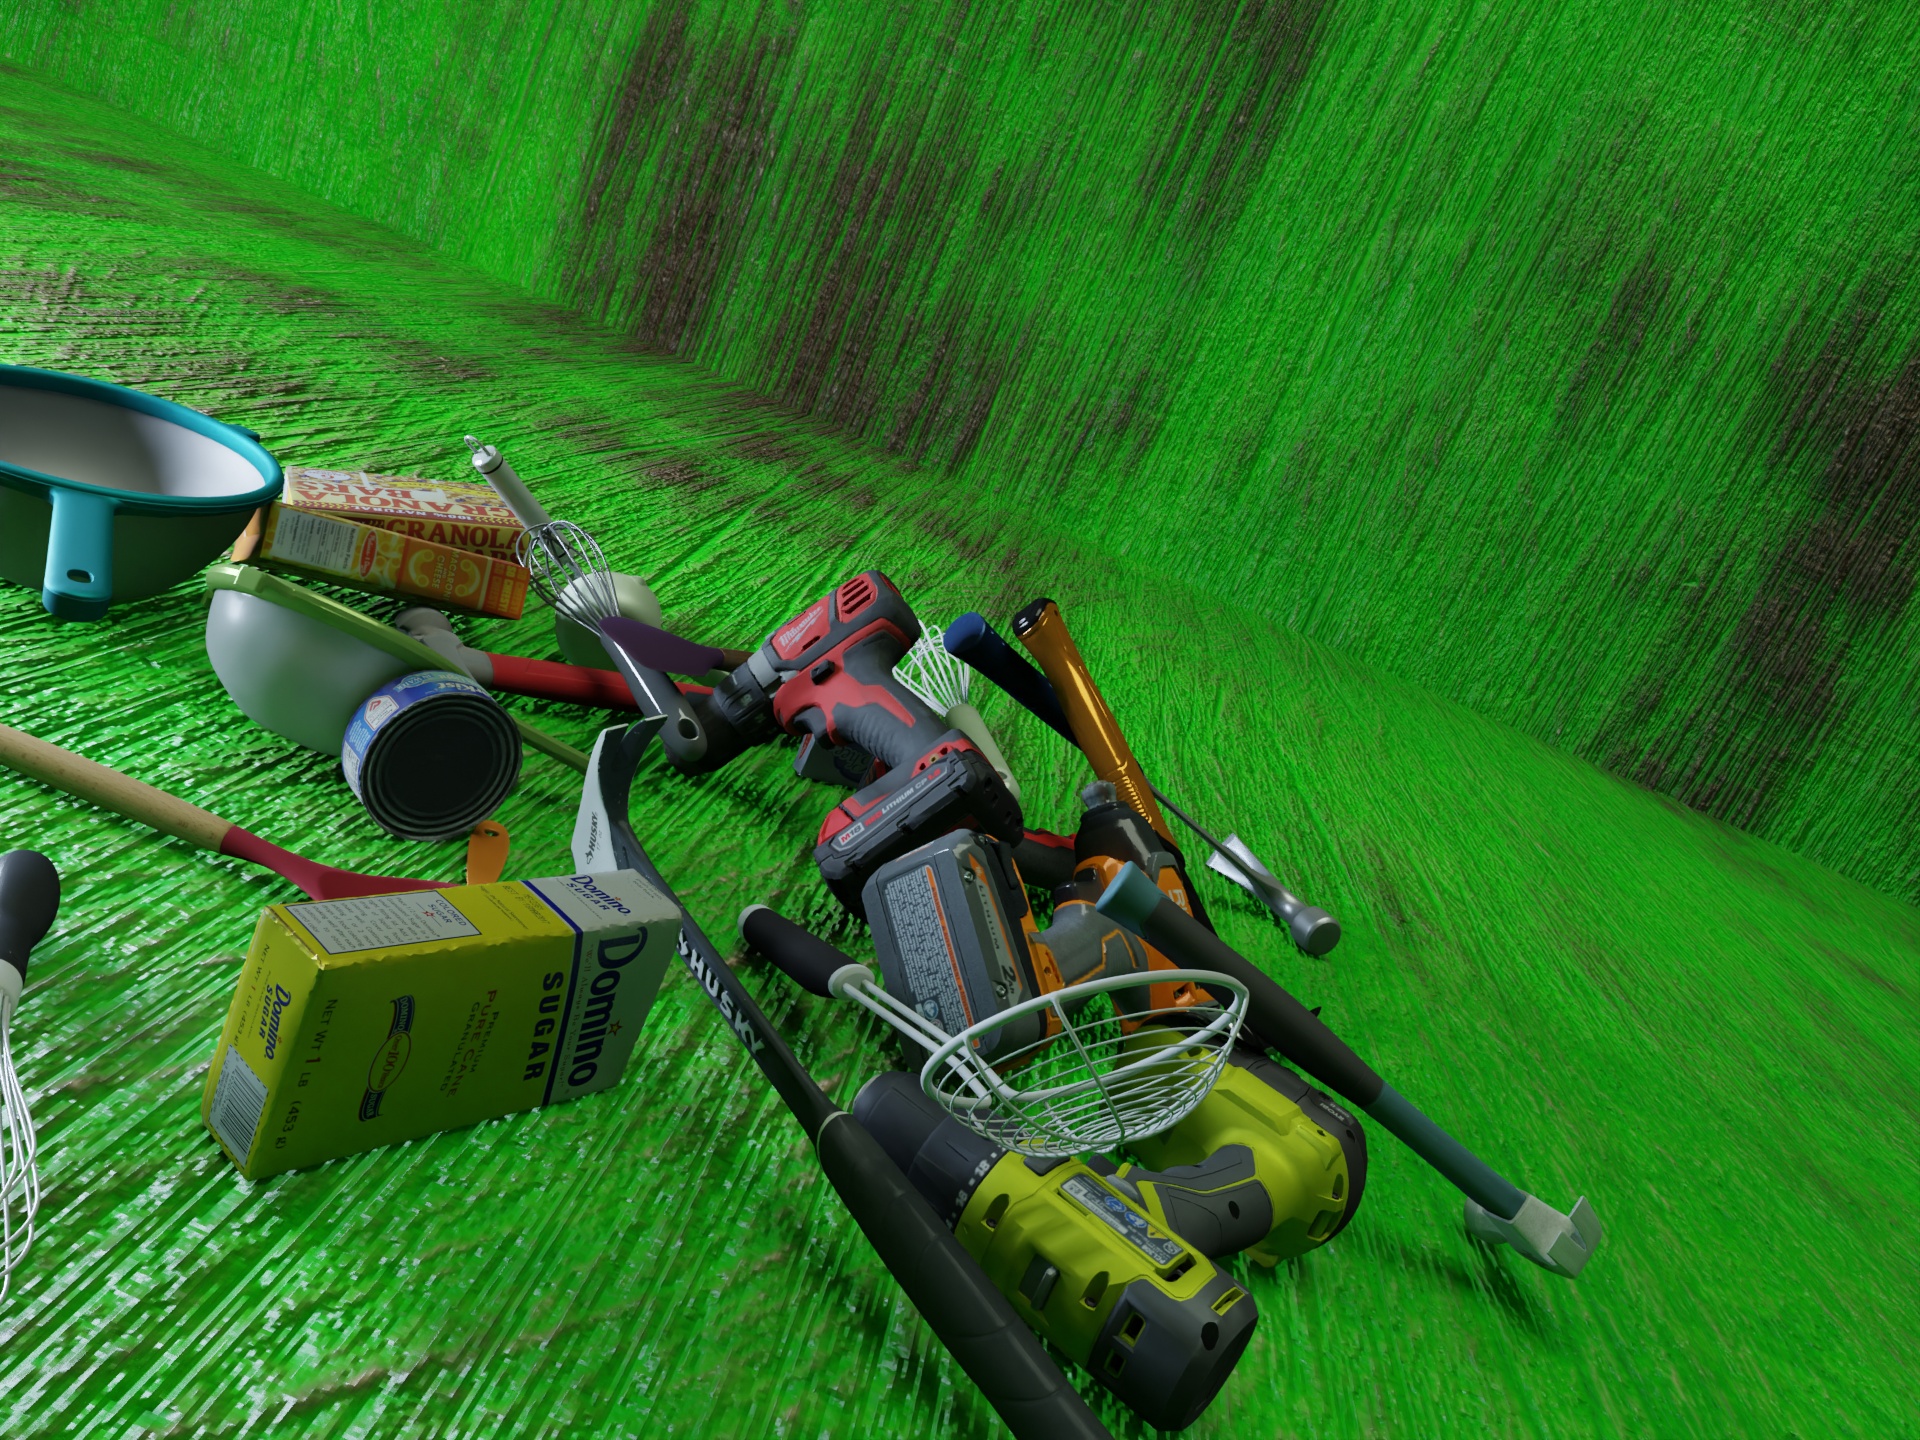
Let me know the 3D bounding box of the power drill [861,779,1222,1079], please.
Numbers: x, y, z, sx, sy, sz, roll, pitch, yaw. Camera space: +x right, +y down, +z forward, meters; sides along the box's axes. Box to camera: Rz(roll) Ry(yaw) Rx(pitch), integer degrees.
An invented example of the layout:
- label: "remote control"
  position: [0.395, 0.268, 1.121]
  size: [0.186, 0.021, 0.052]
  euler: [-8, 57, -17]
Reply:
- label: "power drill"
  position: [0.052, 0.111, 0.888]
  size: [0.226, 0.084, 0.164]
  euler: [4, 65, -50]

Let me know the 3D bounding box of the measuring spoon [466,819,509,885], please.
- label: "measuring spoon"
  position: [-0.246, 0.076, 0.819]
  size: [0.021, 0.011, 0.117]
  euler: [19, 13, -17]

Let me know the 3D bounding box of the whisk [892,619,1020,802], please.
- label: "whisk"
  position: [-0.002, -0.003, 1.090]
  size: [0.058, 0.059, 0.247]
  euler: [-12, 30, -9]

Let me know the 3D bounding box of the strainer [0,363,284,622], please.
- label: "strainer"
  position: [-0.492, -0.100, 0.884]
  size: [0.210, 0.095, 0.341]
  euler: [10, 23, -32]

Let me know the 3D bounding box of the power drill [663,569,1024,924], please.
- label: "power drill"
  position: [-0.081, 0.024, 0.994]
  size: [0.227, 0.188, 0.080]
  euler: [57, 3, 41]

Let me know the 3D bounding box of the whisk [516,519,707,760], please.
- label: "whisk"
  position: [-0.230, -0.056, 1.054]
  size: [0.055, 0.055, 0.239]
  euler: [5, 37, -49]

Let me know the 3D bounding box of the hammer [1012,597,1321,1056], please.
- label: "hammer"
  position: [0.125, 0.066, 1.050]
  size: [0.127, 0.034, 0.337]
  euler: [0, 59, -56]

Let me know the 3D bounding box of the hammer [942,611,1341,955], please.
- label: "hammer"
  position: [0.132, 0.044, 1.193]
  size: [0.405, 0.035, 0.144]
  euler: [39, 3, -32]

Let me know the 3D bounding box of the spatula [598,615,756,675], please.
- label: "spatula"
  position: [-0.161, -0.043, 1.109]
  size: [0.060, 0.018, 0.315]
  euler: [41, 10, 15]

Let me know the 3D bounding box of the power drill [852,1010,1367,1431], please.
- label: "power drill"
  position: [0.075, 0.207, 0.733]
  size: [0.191, 0.080, 0.228]
  euler: [32, 20, 28]

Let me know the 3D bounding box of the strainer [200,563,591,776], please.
- label: "strainer"
  position: [-0.304, 0.004, 0.881]
  size: [0.256, 0.069, 0.151]
  euler: [31, -17, -28]

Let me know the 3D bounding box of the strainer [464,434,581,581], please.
- label: "strainer"
  position: [-0.291, -0.117, 1.166]
  size: [0.087, 0.050, 0.258]
  euler: [20, -25, 34]

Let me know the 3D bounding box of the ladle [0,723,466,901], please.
- label: "ladle"
  position: [-0.358, 0.044, 0.726]
  size: [0.315, 0.031, 0.069]
  euler: [22, 13, 1]

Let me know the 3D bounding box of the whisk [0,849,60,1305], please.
- label: "whisk"
  position: [-0.326, 0.107, 0.522]
  size: [0.070, 0.070, 0.285]
  euler: [16, 12, -27]

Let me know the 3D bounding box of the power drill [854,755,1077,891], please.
- label: "power drill"
  position: [0.039, 0.082, 1.100]
  size: [0.219, 0.078, 0.143]
  euler: [23, 15, -12]

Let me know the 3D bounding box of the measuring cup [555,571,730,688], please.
- label: "measuring cup"
  position: [-0.221, -0.045, 1.171]
  size: [0.167, 0.083, 0.038]
  euler: [33, 27, -29]

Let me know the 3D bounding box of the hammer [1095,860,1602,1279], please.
- label: "hammer"
  position: [0.199, 0.183, 0.823]
  size: [0.331, 0.033, 0.128]
  euler: [39, -11, -9]

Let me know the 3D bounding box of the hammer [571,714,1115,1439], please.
- label: "hammer"
  position: [-0.058, 0.156, 0.649]
  size: [0.036, 0.149, 0.409]
  euler: [-16, 45, -35]

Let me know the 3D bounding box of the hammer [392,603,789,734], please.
- label: "hammer"
  position: [-0.191, -0.007, 1.116]
  size: [0.386, 0.038, 0.143]
  euler: [9, 22, -42]

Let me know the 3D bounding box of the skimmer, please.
- label: "skimmer"
  position: [-0.018, 0.107, 0.715]
  size: [0.127, 0.090, 0.363]
  euler: [2, 7, -31]
